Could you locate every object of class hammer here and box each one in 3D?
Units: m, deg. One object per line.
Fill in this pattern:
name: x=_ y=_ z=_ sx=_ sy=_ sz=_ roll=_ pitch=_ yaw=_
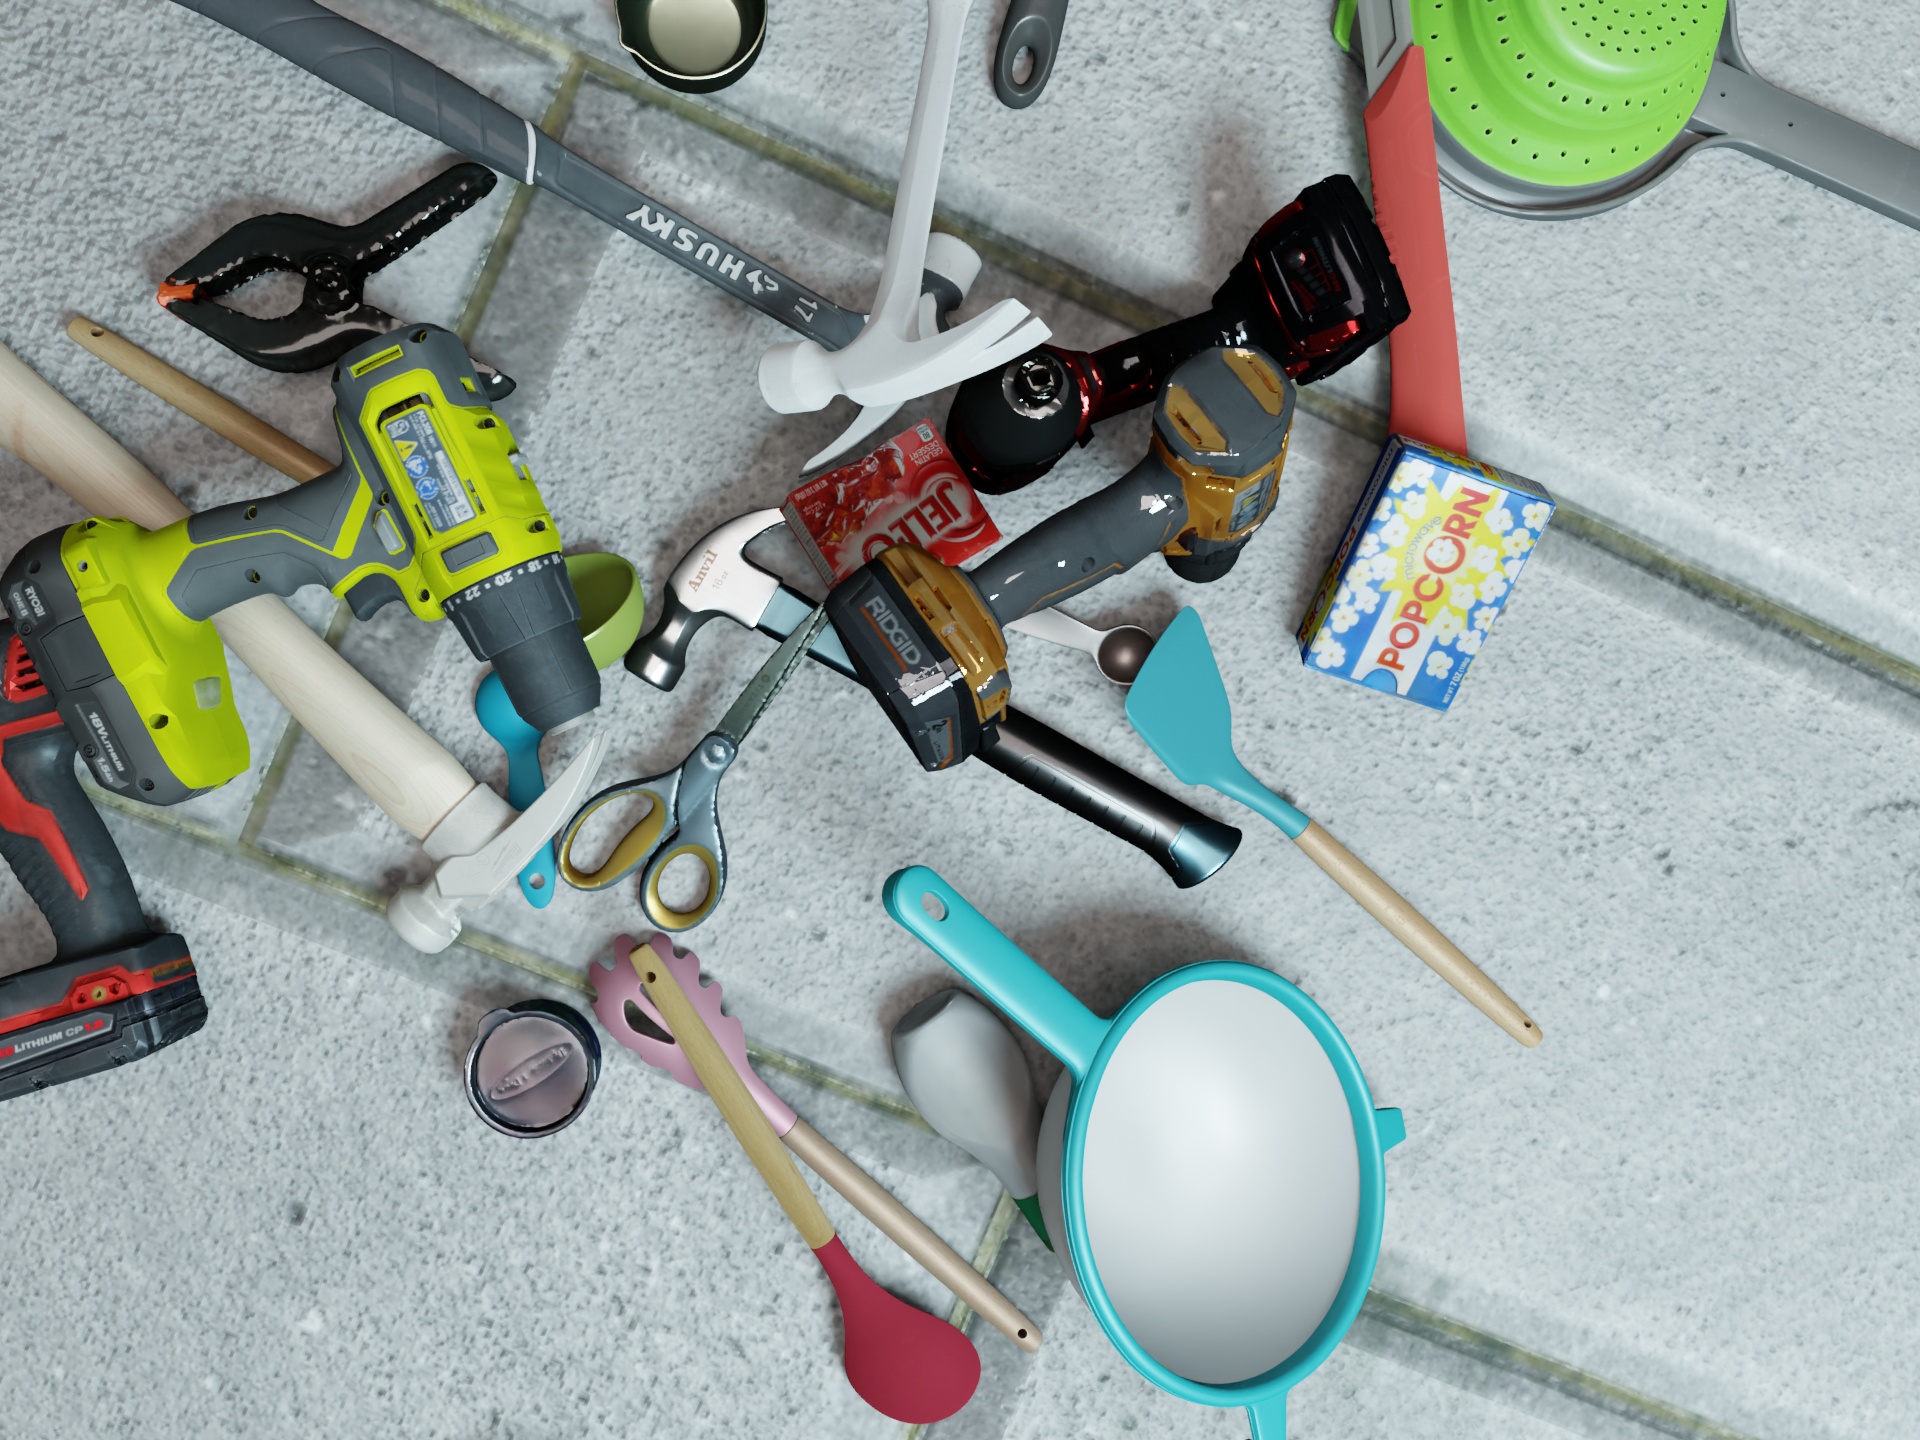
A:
hammer: x=0.236 y=-0.294 z=0.820 sx=0.036 sy=0.149 sz=0.359 roll=-18 pitch=102 yaw=-45
hammer: x=-0.362 y=-0.073 z=0.787 sx=0.410 sy=0.038 sz=0.146 roll=44 pitch=98 yaw=-4
hammer: x=-0.198 y=-0.266 z=0.787 sx=0.409 sy=0.036 sz=0.149 roll=28 pitch=79 yaw=-9
hammer: x=-0.001 y=-0.344 z=0.774 sx=0.144 sy=0.035 sz=0.406 roll=1 pitch=75 yaw=33
hammer: x=-0.001 y=-0.003 z=0.839 sx=0.331 sy=0.033 sz=0.128 roll=29 pitch=91 yaw=-7

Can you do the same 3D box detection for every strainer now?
strainer: x=0.068 y=0.190 z=0.795 sx=0.340 sy=0.095 sz=0.211 roll=43 pitch=59 yaw=-17

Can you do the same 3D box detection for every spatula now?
spatula: x=0.208 y=0.073 z=0.858 sx=0.317 sy=0.044 sz=0.082 roll=41 pitch=57 yaw=-8

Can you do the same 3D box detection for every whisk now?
whisk: x=0.067 y=-0.464 z=0.821 sx=0.073 sy=0.073 sz=0.296 roll=15 pitch=96 yaw=-6

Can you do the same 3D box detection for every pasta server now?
pasta server: x=-0.072 y=0.230 z=0.844 sx=0.316 sy=0.040 sz=0.060 roll=44 pitch=87 yaw=-10

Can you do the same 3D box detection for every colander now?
colander: x=0.403 y=-0.347 z=0.839 sx=0.397 sy=0.094 sz=0.204 roll=20 pitch=90 yaw=-6

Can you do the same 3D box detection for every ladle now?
ladle: x=-0.083 y=0.245 z=0.817 sx=0.069 sy=0.031 sz=0.315 roll=-28 pitch=102 yaw=8
ladle: x=-0.302 y=-0.119 z=0.792 sx=0.320 sy=0.062 sz=0.078 roll=32 pitch=53 yaw=-3

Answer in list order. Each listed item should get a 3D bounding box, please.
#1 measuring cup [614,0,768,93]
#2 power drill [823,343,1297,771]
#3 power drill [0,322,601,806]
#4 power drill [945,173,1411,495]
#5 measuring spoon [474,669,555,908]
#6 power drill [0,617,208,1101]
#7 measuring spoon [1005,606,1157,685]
measuring cup: x=-0.160 y=-0.396 z=0.807 sx=0.083 sy=0.038 sz=0.167 roll=-33 pitch=93 yaw=-4
power drill: x=0.056 y=-0.070 z=0.767 sx=0.226 sy=0.185 sz=0.084 roll=-34 pitch=74 yaw=-5
power drill: x=-0.292 y=-0.051 z=0.732 sx=0.228 sy=0.080 sz=0.190 roll=-24 pitch=96 yaw=3
power drill: x=0.100 y=-0.183 z=0.790 sx=0.219 sy=0.143 sz=0.078 roll=-24 pitch=90 yaw=-7
measuring spoon: x=-0.225 y=0.034 z=0.820 sx=0.042 sy=0.021 sz=0.128 roll=-7 pitch=91 yaw=-6
power drill: x=-0.482 y=0.069 z=0.770 sx=0.188 sy=0.080 sz=0.227 roll=-16 pitch=91 yaw=-5
measuring spoon: x=0.048 y=-0.054 z=0.853 sx=0.124 sy=0.018 sz=0.034 roll=22 pitch=112 yaw=0
